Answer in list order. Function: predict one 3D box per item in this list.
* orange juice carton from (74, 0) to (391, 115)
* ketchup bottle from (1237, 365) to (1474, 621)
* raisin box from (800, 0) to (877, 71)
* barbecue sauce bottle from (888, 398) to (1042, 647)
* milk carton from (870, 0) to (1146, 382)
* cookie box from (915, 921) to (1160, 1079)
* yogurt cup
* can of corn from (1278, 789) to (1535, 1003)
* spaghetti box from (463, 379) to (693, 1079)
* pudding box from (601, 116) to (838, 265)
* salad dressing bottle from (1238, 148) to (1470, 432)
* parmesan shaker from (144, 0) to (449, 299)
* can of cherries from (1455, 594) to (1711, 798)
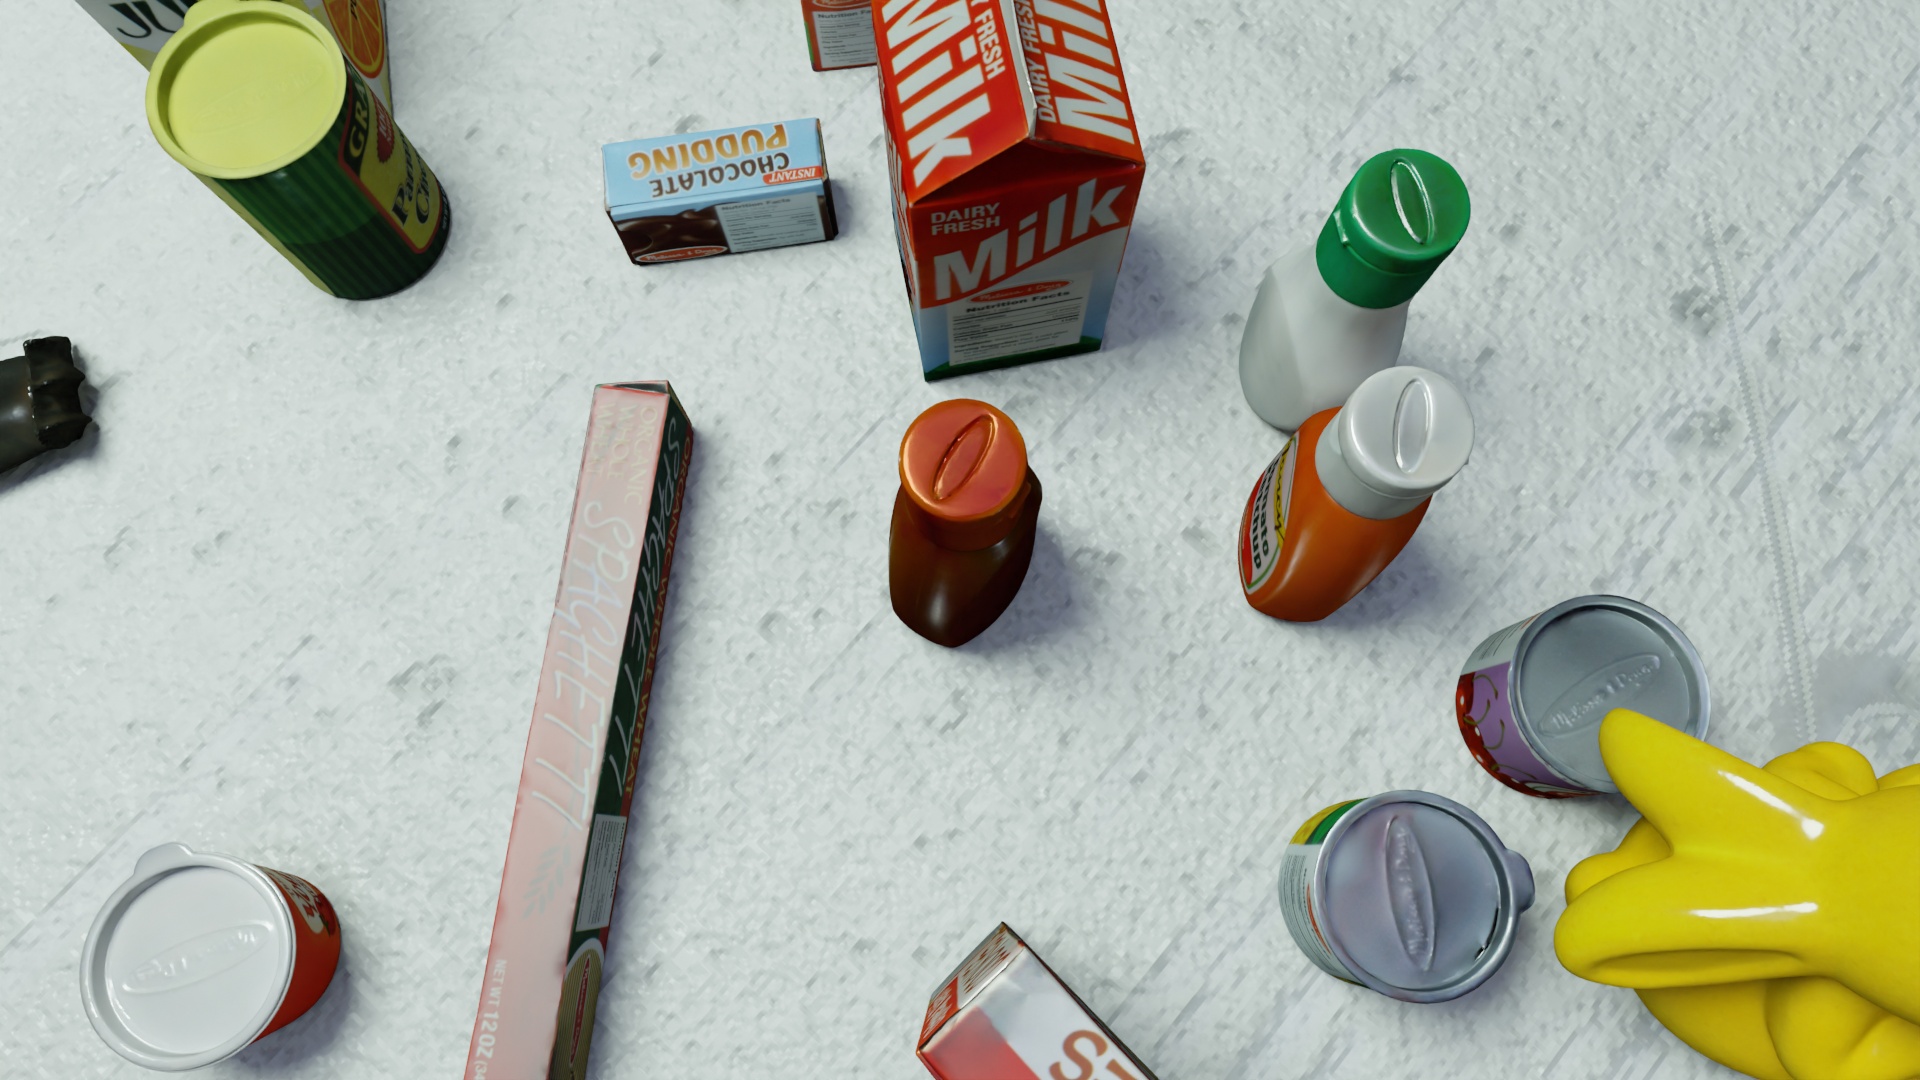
[{"bbox_3d":[-0.273,-0.223,0.485,0.072,0.192,0.073,-9,77,-2],"label":"orange juice carton"},{"bbox_3d":[0.126,-0.015,0.456,0.043,0.148,0.065,10,77,2],"label":"ketchup bottle"},{"bbox_3d":[-0.049,-0.250,0.527,0.040,0.123,0.086,-8,77,-2],"label":"raisin box"},{"bbox_3d":[0.002,-0.006,0.454,0.044,0.148,0.065,32,79,7],"label":"barbecue sauce bottle"},{"bbox_3d":[0.014,-0.123,0.461,0.073,0.190,0.072,-10,77,-2],"label":"milk carton"},{"bbox_3d":[0.044,0.171,0.401,0.040,0.167,0.123,-44,80,-9],"label":"cookie box"},{"bbox_3d":[-0.247,0.140,0.467,0.072,0.054,0.072,0,76,0],"label":"yogurt cup"},{"bbox_3d":[0.148,0.119,0.470,0.071,0.058,0.071,0,77,0],"label":"can of corn"},{"bbox_3d":[-0.130,0.067,0.487,0.029,0.050,0.250,6,76,2],"label":"spaghetti box"},{"bbox_3d":[-0.092,-0.134,0.536,0.084,0.049,0.030,-9,77,-2],"label":"pudding box"},{"bbox_3d":[0.130,-0.081,0.473,0.044,0.147,0.064,-11,77,-2],"label":"salad dressing bottle"},{"bbox_3d":[-0.238,-0.141,0.511,0.071,0.103,0.071,0,77,0],"label":"parmesan shaker"},{"bbox_3d":[0.215,0.059,0.485,0.071,0.058,0.071,0,77,0],"label":"can of cherries"}]
